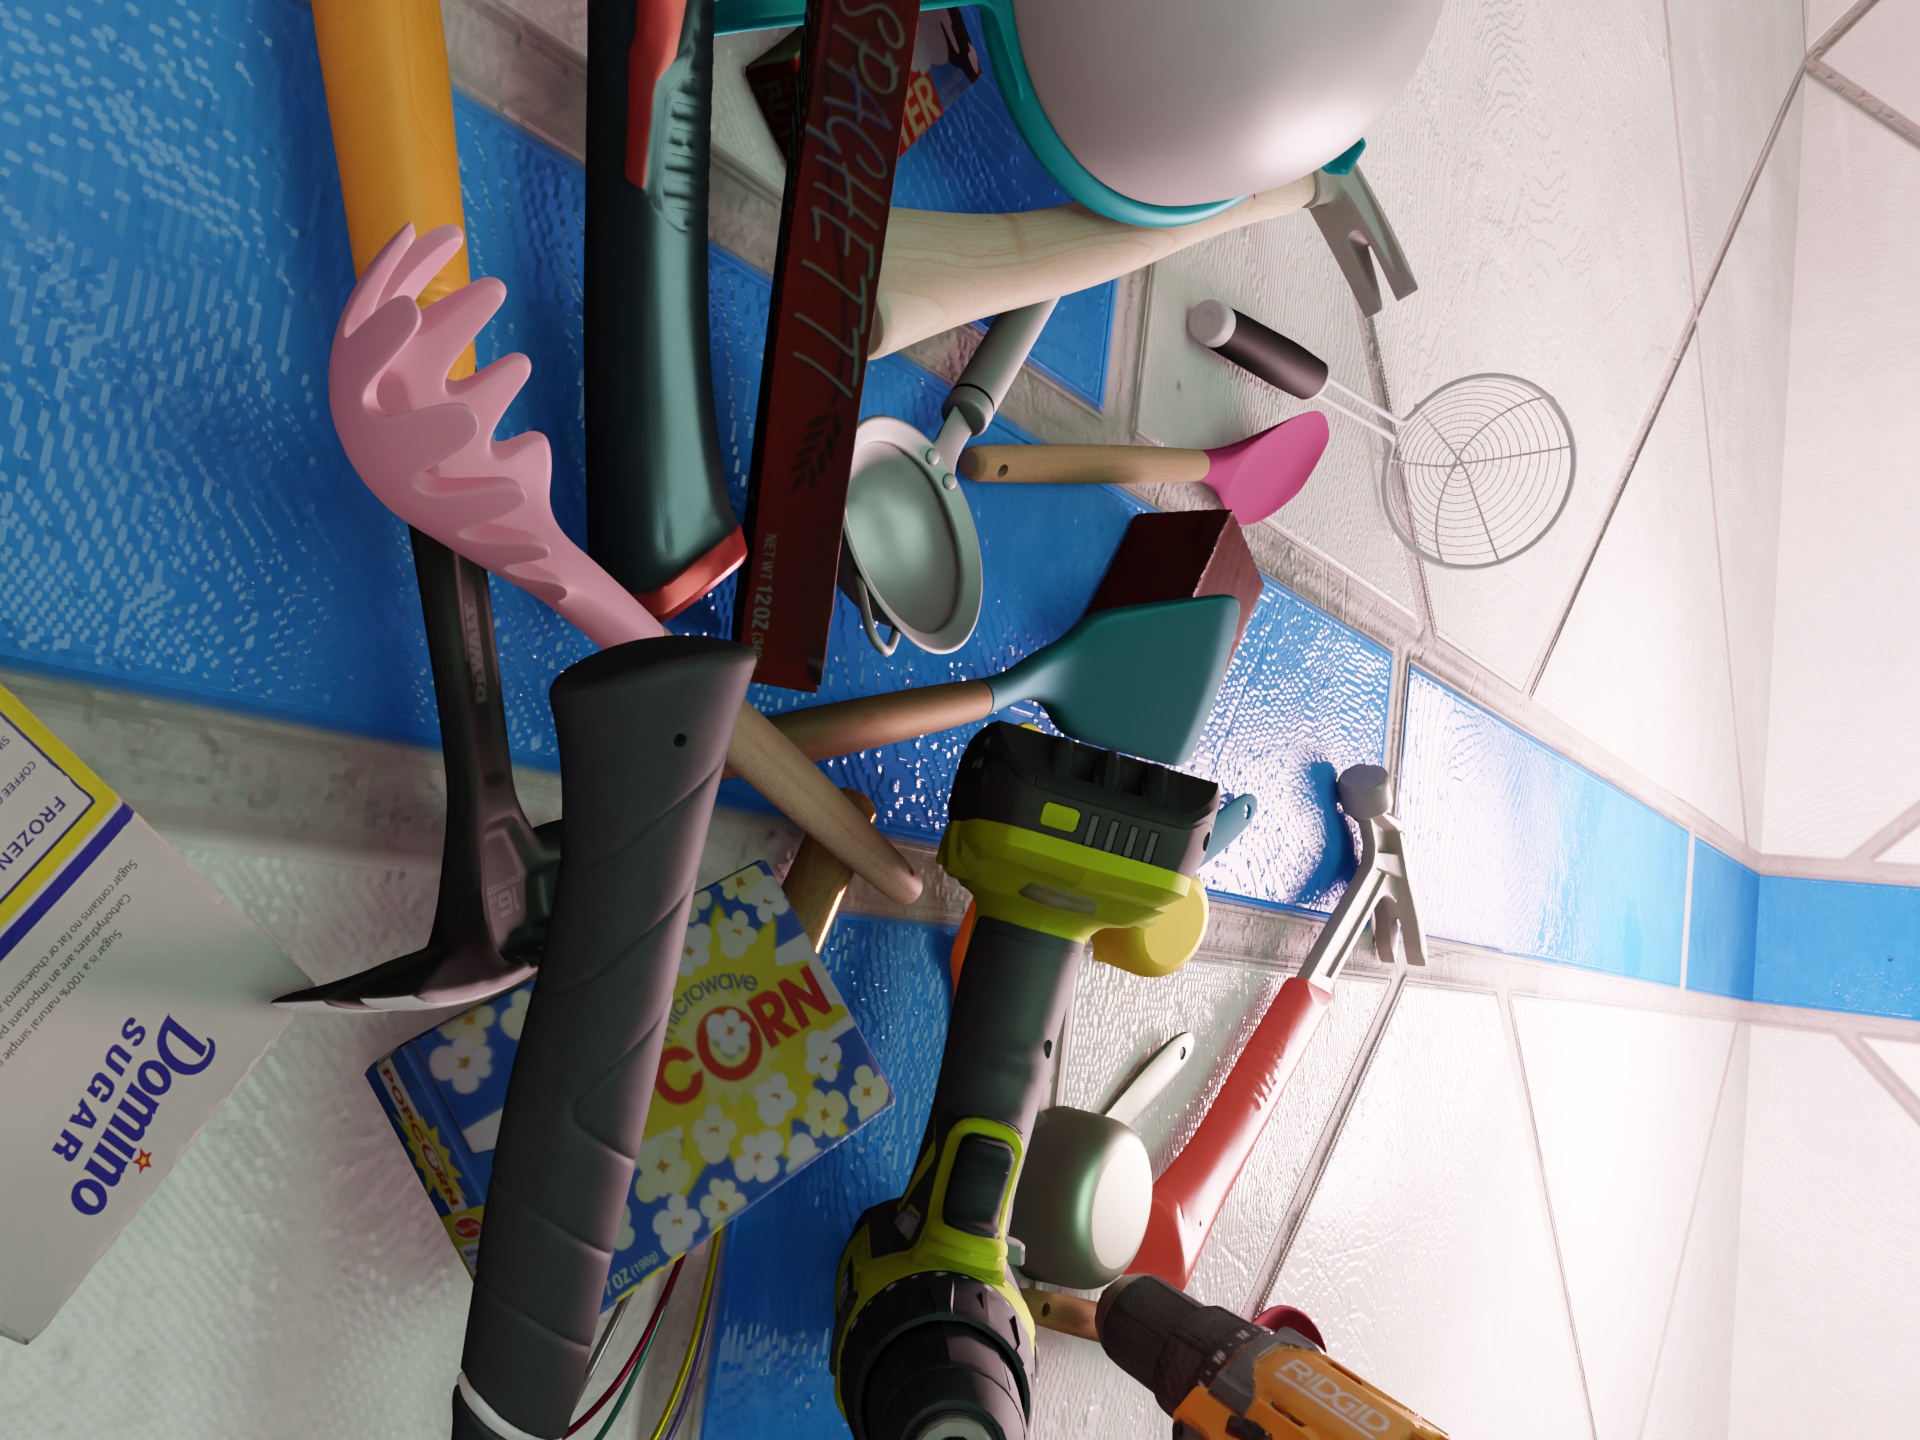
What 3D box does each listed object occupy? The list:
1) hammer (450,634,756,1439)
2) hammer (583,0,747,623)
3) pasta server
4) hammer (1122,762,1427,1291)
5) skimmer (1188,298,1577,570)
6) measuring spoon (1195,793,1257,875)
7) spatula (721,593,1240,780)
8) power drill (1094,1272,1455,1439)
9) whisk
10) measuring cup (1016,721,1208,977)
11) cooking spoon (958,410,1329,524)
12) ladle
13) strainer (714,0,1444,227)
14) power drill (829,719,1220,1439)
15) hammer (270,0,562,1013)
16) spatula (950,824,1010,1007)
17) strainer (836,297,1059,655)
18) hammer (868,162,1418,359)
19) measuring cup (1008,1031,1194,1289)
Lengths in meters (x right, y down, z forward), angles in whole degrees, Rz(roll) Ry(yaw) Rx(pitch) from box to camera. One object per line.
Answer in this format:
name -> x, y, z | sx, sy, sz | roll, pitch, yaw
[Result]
hammer -> -0.103, 0.180, 0.372 | 0.149, 0.036, 0.409 | 10, 95, -36
hammer -> -0.098, -0.220, 0.426 | 0.143, 0.038, 0.386 | 0, 96, -24
pasta server -> -0.067, -0.011, 0.433 | 0.315, 0.040, 0.060 | 52, 20, -56
hammer -> 0.181, 0.178, 0.875 | 0.359, 0.037, 0.149 | -45, 127, -45
skimmer -> 0.250, -0.168, 0.911 | 0.363, 0.090, 0.127 | 7, 117, -52
measuring spoon -> 0.129, 0.066, 0.806 | 0.128, 0.021, 0.042 | -32, 117, -48
spatula -> -0.001, -0.002, 0.593 | 0.317, 0.044, 0.082 | -13, 125, -50
power drill -> 0.062, 0.298, 0.594 | 0.226, 0.185, 0.084 | -17, 113, -34
whisk -> -0.081, 0.120, 0.502 | 0.051, 0.047, 0.245 | 55, 45, -39
measuring cup -> 0.066, 0.058, 0.704 | 0.062, 0.029, 0.156 | -49, 128, -19
cooking spoon -> 0.099, -0.122, 0.754 | 0.319, 0.017, 0.068 | -12, 135, -52
ladle -> 0.109, 0.309, 0.787 | 0.315, 0.031, 0.069 | 37, 60, -47
strainer -> 0.064, -0.258, 0.534 | 0.340, 0.095, 0.210 | -23, 126, -33
power drill -> 0.013, 0.122, 0.509 | 0.190, 0.080, 0.228 | 127, -21, -83
hammer -> -0.137, -0.099, 0.389 | 0.127, 0.034, 0.337 | -31, 116, -78
spatula -> 0.007, 0.190, 0.626 | 0.081, 0.041, 0.323 | 19, 77, -54
strainer -> -0.001, -0.111, 0.602 | 0.086, 0.050, 0.259 | 55, 43, -31
hammer -> 0.082, -0.205, 0.679 | 0.410, 0.038, 0.146 | -35, 96, -47
measuring cup -> 0.080, 0.192, 0.729 | 0.167, 0.038, 0.083 | -34, 119, -46
